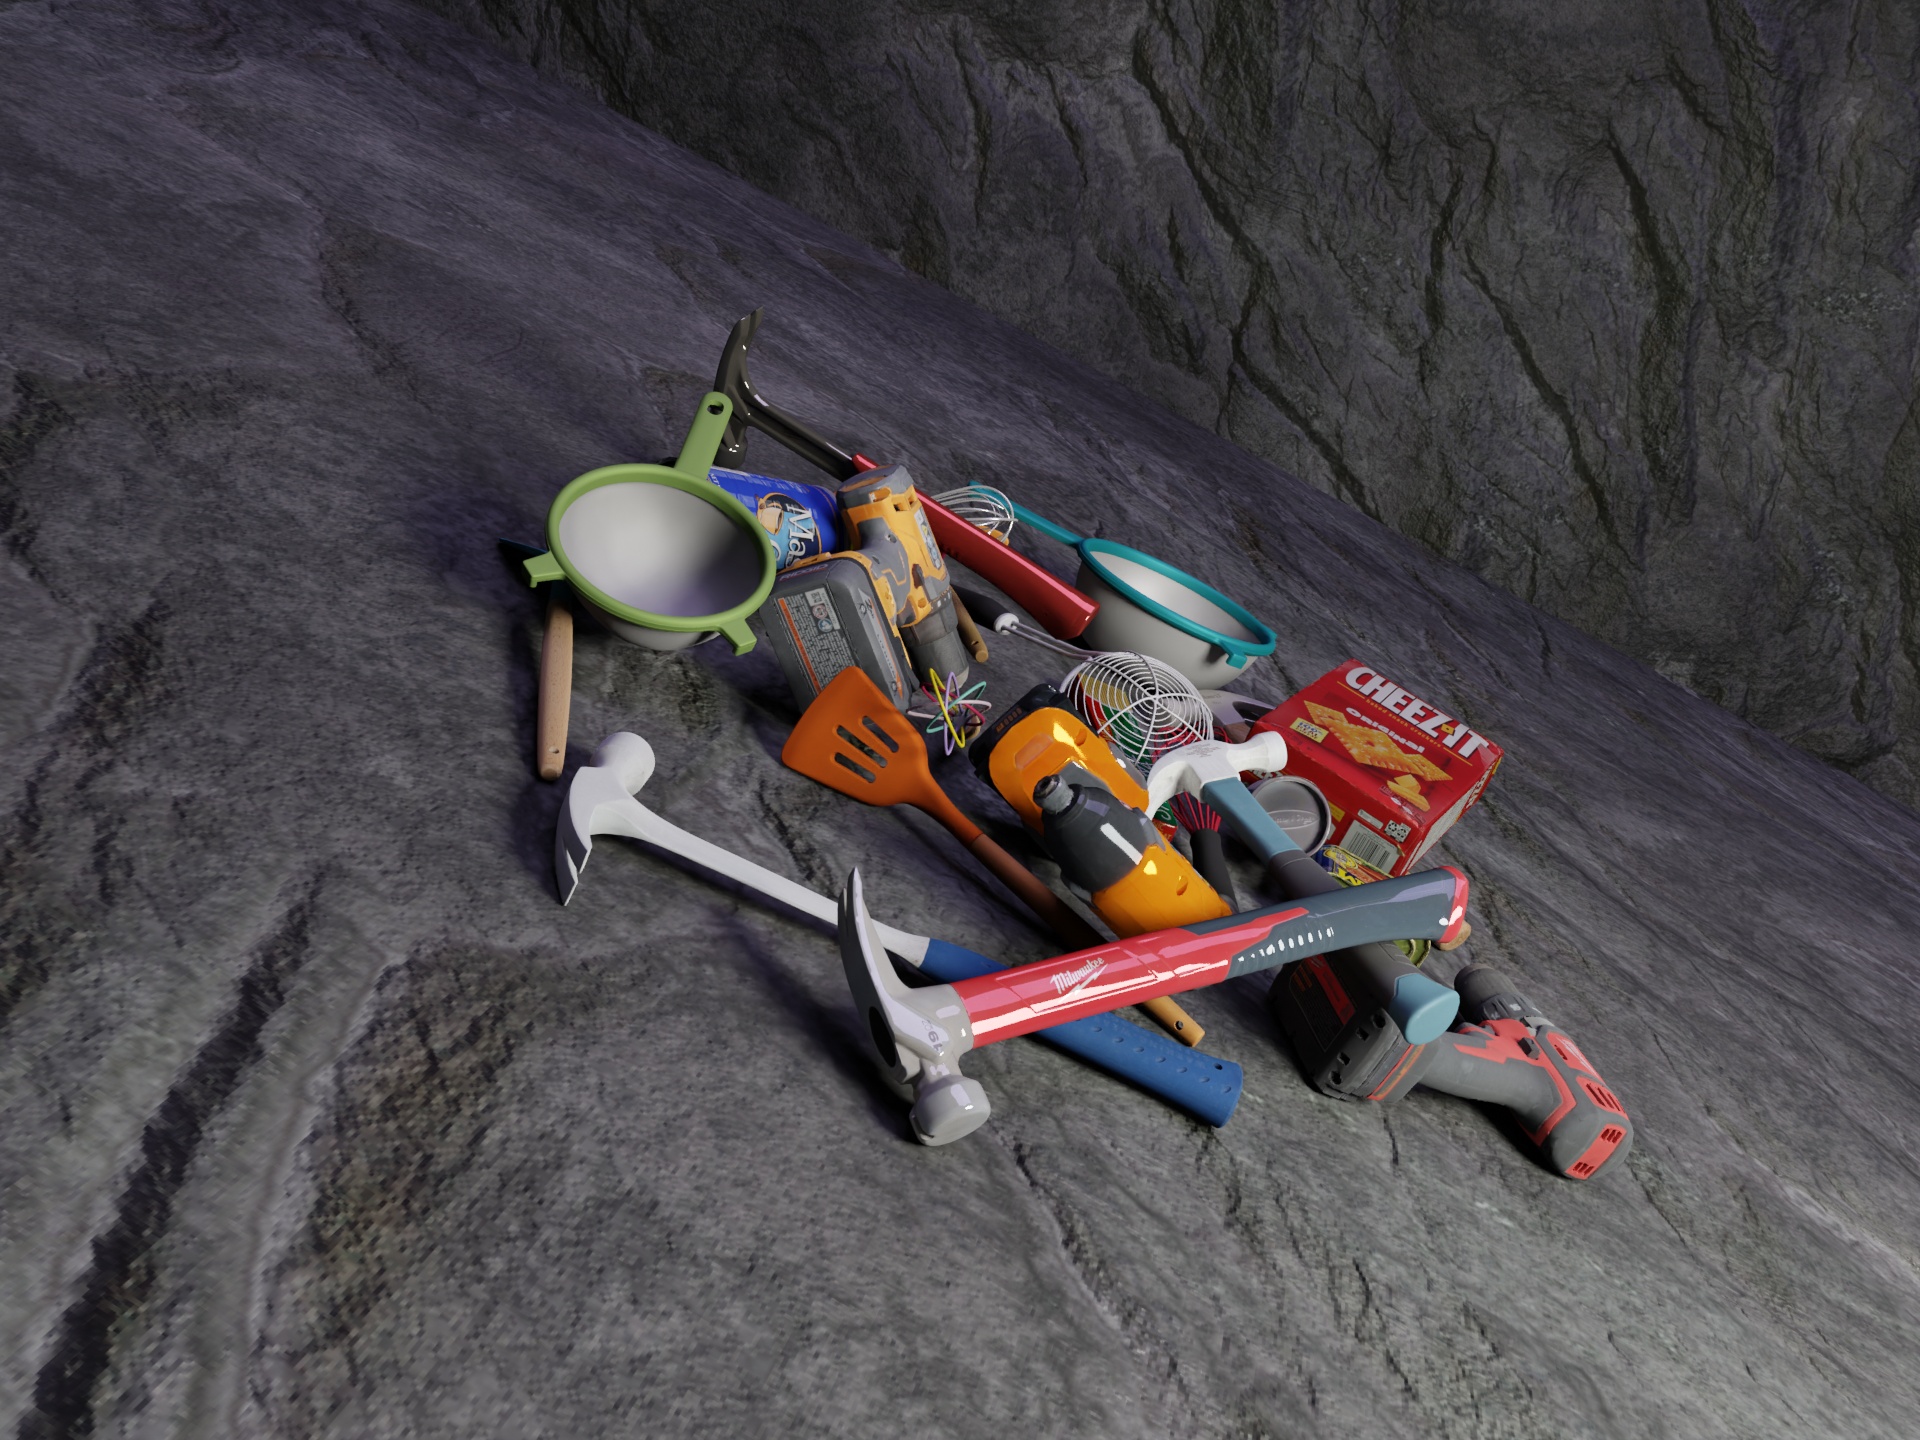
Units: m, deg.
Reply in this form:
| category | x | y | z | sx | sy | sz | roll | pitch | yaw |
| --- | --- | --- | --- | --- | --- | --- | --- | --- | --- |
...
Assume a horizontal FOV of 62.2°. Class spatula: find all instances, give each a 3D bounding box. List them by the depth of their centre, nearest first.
| category | x | y | z | sx | sy | sz | roll | pitch | yaw |
| --- | --- | --- | --- | --- | --- | --- | --- | --- | --- |
| spatula | 0.024 | 0.093 | 1.001 | 0.323 | 0.081 | 0.041 | 40 | 7 | 18 |
| spatula | -0.260 | -0.050 | 1.022 | 0.082 | 0.044 | 0.318 | 20 | 27 | -23 |

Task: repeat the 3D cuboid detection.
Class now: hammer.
| category | x | y | z | sx | sy | sz | roll | pitch | yaw |
| --- | --- | --- | --- | --- | --- | --- | --- | --- | --- |
| hammer | -0.031 | 0.127 | 0.871 | 0.405 | 0.035 | 0.144 | 26 | 21 | -5 |
| hammer | 0.122 | 0.115 | 0.873 | 0.386 | 0.038 | 0.143 | -9 | 57 | -29 |
| hammer | 0.222 | 0.099 | 1.041 | 0.128 | 0.033 | 0.331 | -10 | 29 | -14 |
| hammer | -0.044 | -0.180 | 1.264 | 0.359 | 0.149 | 0.037 | 33 | 47 | 9 |
| hammer | 0.311 | 0.078 | 1.376 | 0.130 | 0.031 | 0.332 | -9 | 43 | -38 |

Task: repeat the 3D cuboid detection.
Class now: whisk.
| category | x | y | z | sx | sy | sz | roll | pitch | yaw |
| --- | --- | --- | --- | --- | --- | --- | --- | --- | --- |
| whisk | -0.002 | -0.006 | 1.096 | 0.047 | 0.051 | 0.245 | 40 | 0 | 5 |
| whisk | 0.185 | 0.081 | 1.210 | 0.073 | 0.073 | 0.296 | 24 | 28 | -10 |
| whisk | -0.073 | -0.166 | 1.345 | 0.246 | 0.058 | 0.059 | 0 | 4 | 13 |

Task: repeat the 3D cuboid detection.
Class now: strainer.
| category | x | y | z | sx | sy | sz | roll | pitch | yaw |
| --- | --- | --- | --- | --- | --- | --- | --- | --- | --- |
| strainer | -0.198 | -0.133 | 1.090 | 0.151 | 0.069 | 0.257 | 18 | 43 | -10 |
| strainer | 0.135 | -0.117 | 1.546 | 0.340 | 0.095 | 0.211 | 30 | 19 | 12 |

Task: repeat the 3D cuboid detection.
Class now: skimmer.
| category | x | y | z | sx | sy | sz | roll | pitch | yaw |
| --- | --- | --- | --- | --- | --- | --- | --- | --- | --- |
| skimmer | 0.070 | -0.038 | 1.321 | 0.127 | 0.090 | 0.364 | -16 | 24 | -25 |

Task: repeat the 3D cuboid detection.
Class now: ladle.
| category | x | y | z | sx | sy | sz | roll | pitch | yaw |
| --- | --- | --- | --- | --- | --- | --- | --- | --- | --- |
| ladle | -0.015 | -0.114 | 1.389 | 0.031 | 0.069 | 0.316 | 63 | 0 | -27 |

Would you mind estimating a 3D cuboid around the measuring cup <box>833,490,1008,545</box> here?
| category | x | y | z | sx | sy | sz | roll | pitch | yaw |
| --- | --- | --- | --- | --- | --- | --- | --- | --- | --- |
| measuring cup | -0.046 | -0.161 | 1.390 | 0.174 | 0.095 | 0.052 | 13 | 35 | 25 |

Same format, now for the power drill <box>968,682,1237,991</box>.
| category | x | y | z | sx | sy | sz | roll | pitch | yaw |
| --- | --- | --- | --- | --- | --- | --- | --- | --- | --- |
| power drill | 0.079 | 0.059 | 1.004 | 0.164 | 0.084 | 0.227 | 46 | 5 | -25 |

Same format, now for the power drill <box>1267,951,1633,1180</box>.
| category | x | y | z | sx | sy | sz | roll | pitch | yaw |
| --- | --- | --- | --- | --- | --- | --- | --- | --- | --- |
| power drill | 0.323 | 0.204 | 1.066 | 0.226 | 0.080 | 0.188 | 23 | 22 | -20 |

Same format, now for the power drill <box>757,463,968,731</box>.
| category | x | y | z | sx | sy | sz | roll | pitch | yaw |
| --- | --- | --- | --- | --- | --- | --- | --- | --- | --- |
| power drill | -0.057 | -0.070 | 1.168 | 0.084 | 0.185 | 0.226 | -13 | 23 | 20 |
